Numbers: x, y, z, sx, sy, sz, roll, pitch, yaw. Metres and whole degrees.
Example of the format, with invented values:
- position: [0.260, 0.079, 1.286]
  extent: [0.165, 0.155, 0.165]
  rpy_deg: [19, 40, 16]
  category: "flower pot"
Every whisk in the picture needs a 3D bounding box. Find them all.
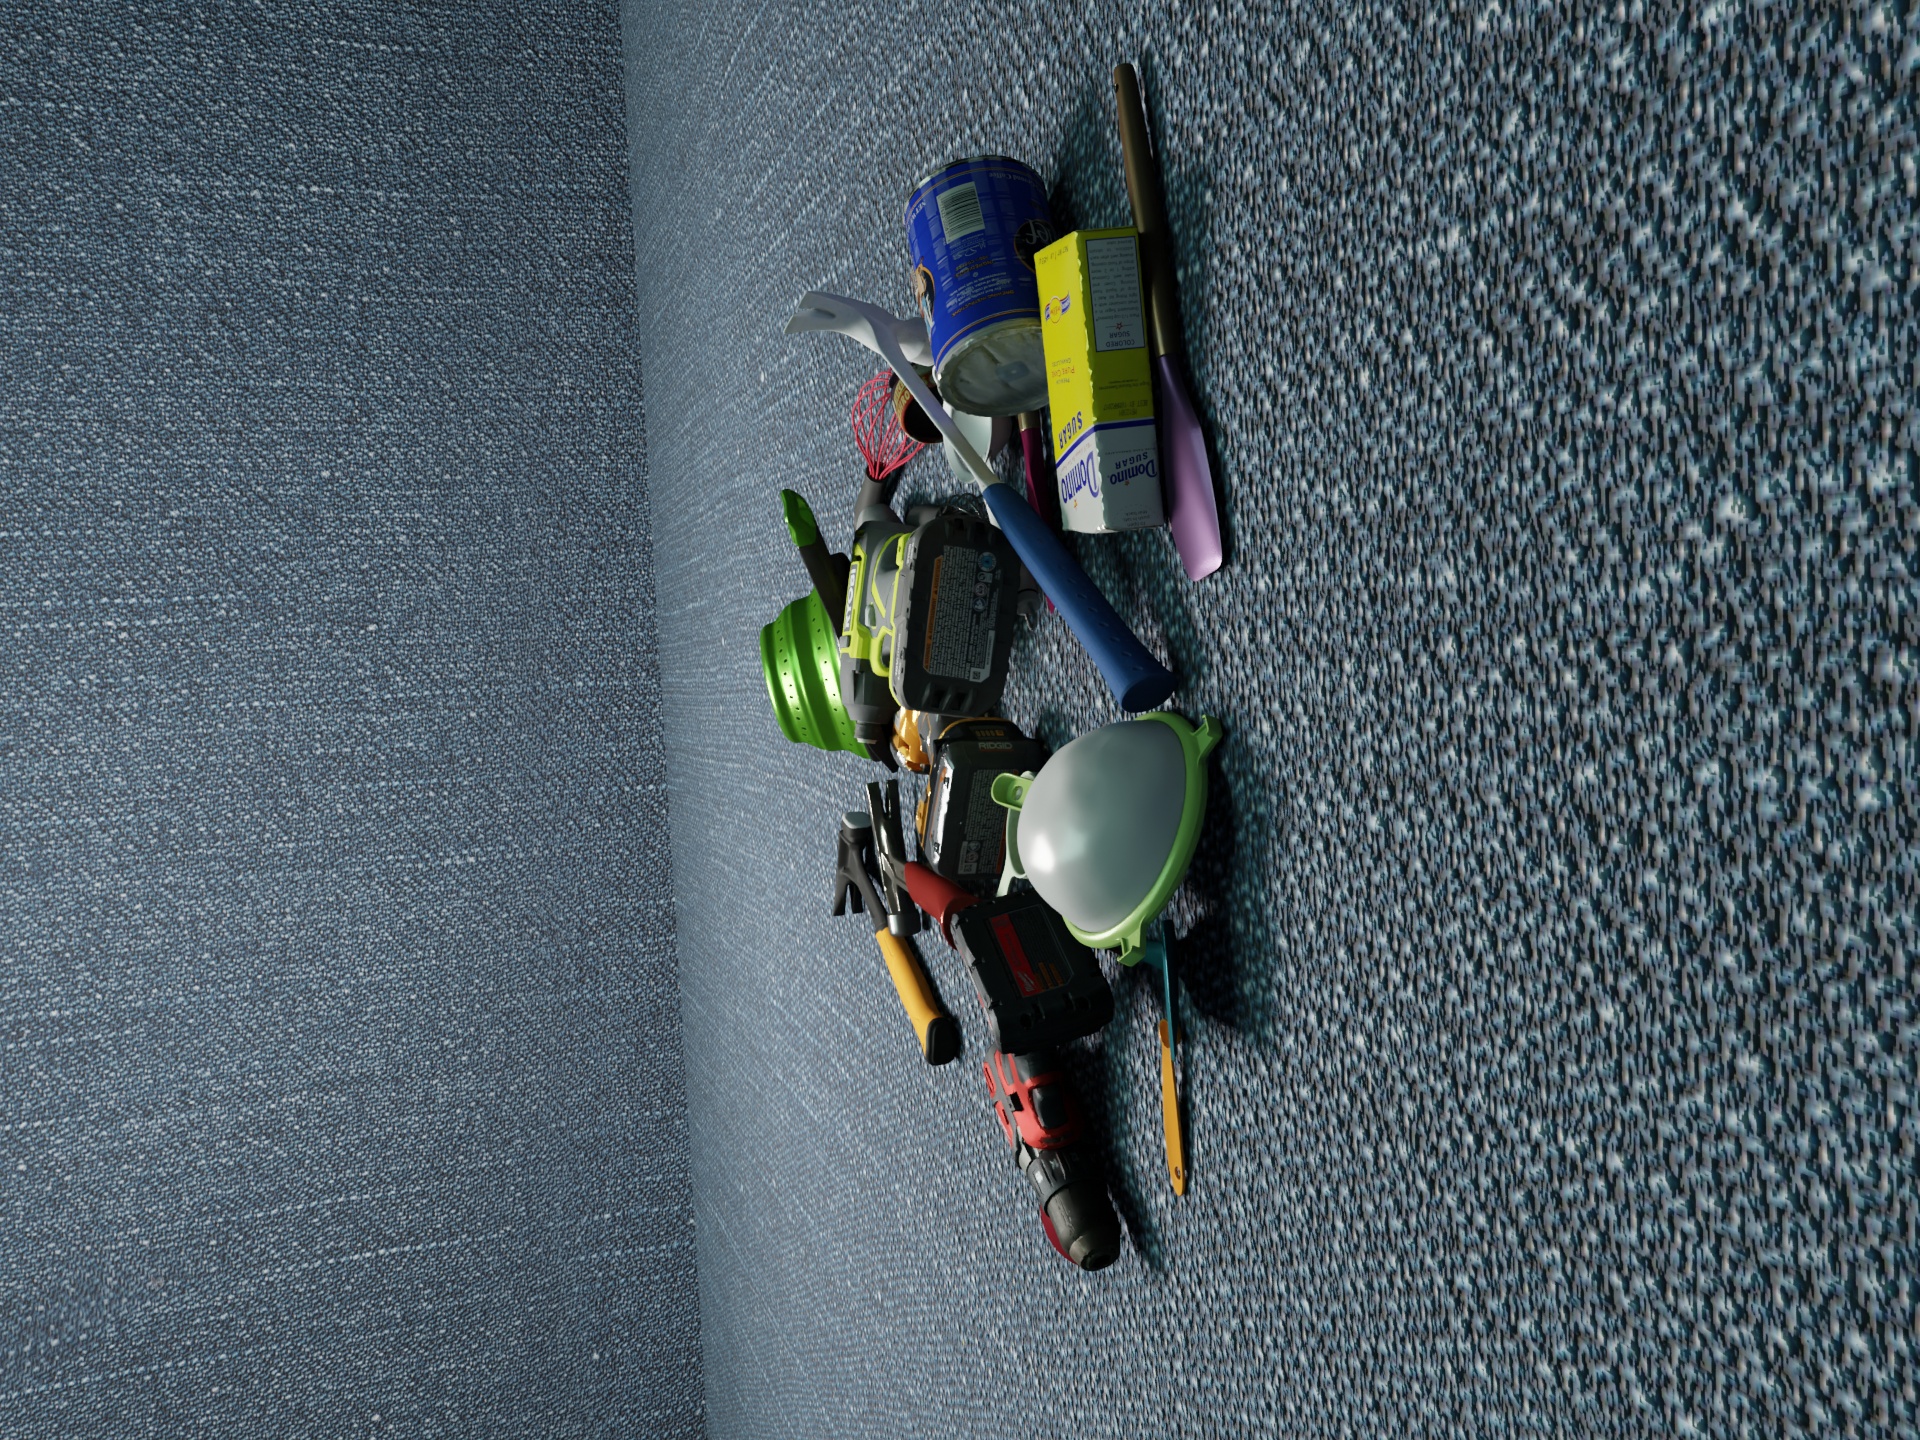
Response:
- position: [-0.074, -0.237, 1.463]
  extent: [0.295, 0.073, 0.073]
  rpy_deg: [118, 144, -68]
  category: "whisk"
- position: [-0.011, -0.161, 1.305]
  extent: [0.239, 0.055, 0.055]
  rpy_deg: [-151, 58, -74]
  category: "whisk"

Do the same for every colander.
- position: [-0.134, -0.075, 1.358]
  extent: [0.396, 0.094, 0.205]
  rpy_deg: [71, -175, -65]
  category: "colander"

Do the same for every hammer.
- position: [0.015, -0.159, 1.062]
  extent: [0.035, 0.144, 0.406]
  rpy_deg: [-54, 52, 29]
  category: "hammer"
- position: [-0.032, 0.133, 1.354]
  extent: [0.359, 0.036, 0.149]
  rpy_deg: [-177, 78, -79]
  category: "hammer"
- position: [-0.068, 0.229, 1.577]
  extent: [0.337, 0.034, 0.127]
  rpy_deg: [-123, 35, -56]
  category: "hammer"

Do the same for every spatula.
- position: [0.092, 0.145, 1.059]
  extent: [0.317, 0.044, 0.082]
  rpy_deg: [-169, 72, -72]
  category: "spatula"
- position: [0.118, -0.237, 0.935]
  extent: [0.060, 0.018, 0.316]
  rpy_deg: [151, 113, -71]
  category: "spatula"

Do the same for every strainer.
- position: [0.027, -0.167, 1.164]
  extent: [0.086, 0.050, 0.259]
  rpy_deg: [116, 148, -50]
  category: "strainer"
- position: [0.058, 0.051, 1.005]
  extent: [0.256, 0.069, 0.151]
  rpy_deg: [13, 83, 66]
  category: "strainer"

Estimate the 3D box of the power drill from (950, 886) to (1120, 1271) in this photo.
- position: [0.060, 0.246, 1.082]
  extent: [0.188, 0.080, 0.226]
  rpy_deg: [-115, 14, -48]
  category: "power drill"

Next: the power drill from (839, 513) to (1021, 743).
- position: [-0.035, -0.065, 1.165]
  extent: [0.223, 0.080, 0.171]
  rpy_deg: [-176, 93, -71]
  category: "power drill"

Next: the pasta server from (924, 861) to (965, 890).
- position: [0.020, 0.163, 1.314]
  extent: [0.316, 0.040, 0.060]
  rpy_deg: [-145, 53, -72]
  category: "pasta server"

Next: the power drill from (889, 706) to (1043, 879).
- position: [-0.002, -0.004, 1.262]
  extent: [0.226, 0.084, 0.185]
  rpy_deg: [-114, 28, -56]
  category: "power drill"

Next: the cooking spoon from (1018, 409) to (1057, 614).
- position: [0.048, -0.233, 1.146]
  extent: [0.068, 0.017, 0.319]
  rpy_deg: [99, 165, -80]
  category: "cooking spoon"

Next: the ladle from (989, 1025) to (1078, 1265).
- position: [0.048, 0.286, 1.254]
  extent: [0.316, 0.031, 0.069]
  rpy_deg: [-110, 24, -44]
  category: "ladle"

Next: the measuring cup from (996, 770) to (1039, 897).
- position: [0.052, 0.112, 1.156]
  extent: [0.083, 0.038, 0.167]
  rpy_deg: [-106, 25, -53]
  category: "measuring cup"

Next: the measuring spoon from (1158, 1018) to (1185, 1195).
- position: [0.137, 0.244, 1.003]
  extent: [0.021, 0.011, 0.117]
  rpy_deg: [-162, 65, -70]
  category: "measuring spoon"
